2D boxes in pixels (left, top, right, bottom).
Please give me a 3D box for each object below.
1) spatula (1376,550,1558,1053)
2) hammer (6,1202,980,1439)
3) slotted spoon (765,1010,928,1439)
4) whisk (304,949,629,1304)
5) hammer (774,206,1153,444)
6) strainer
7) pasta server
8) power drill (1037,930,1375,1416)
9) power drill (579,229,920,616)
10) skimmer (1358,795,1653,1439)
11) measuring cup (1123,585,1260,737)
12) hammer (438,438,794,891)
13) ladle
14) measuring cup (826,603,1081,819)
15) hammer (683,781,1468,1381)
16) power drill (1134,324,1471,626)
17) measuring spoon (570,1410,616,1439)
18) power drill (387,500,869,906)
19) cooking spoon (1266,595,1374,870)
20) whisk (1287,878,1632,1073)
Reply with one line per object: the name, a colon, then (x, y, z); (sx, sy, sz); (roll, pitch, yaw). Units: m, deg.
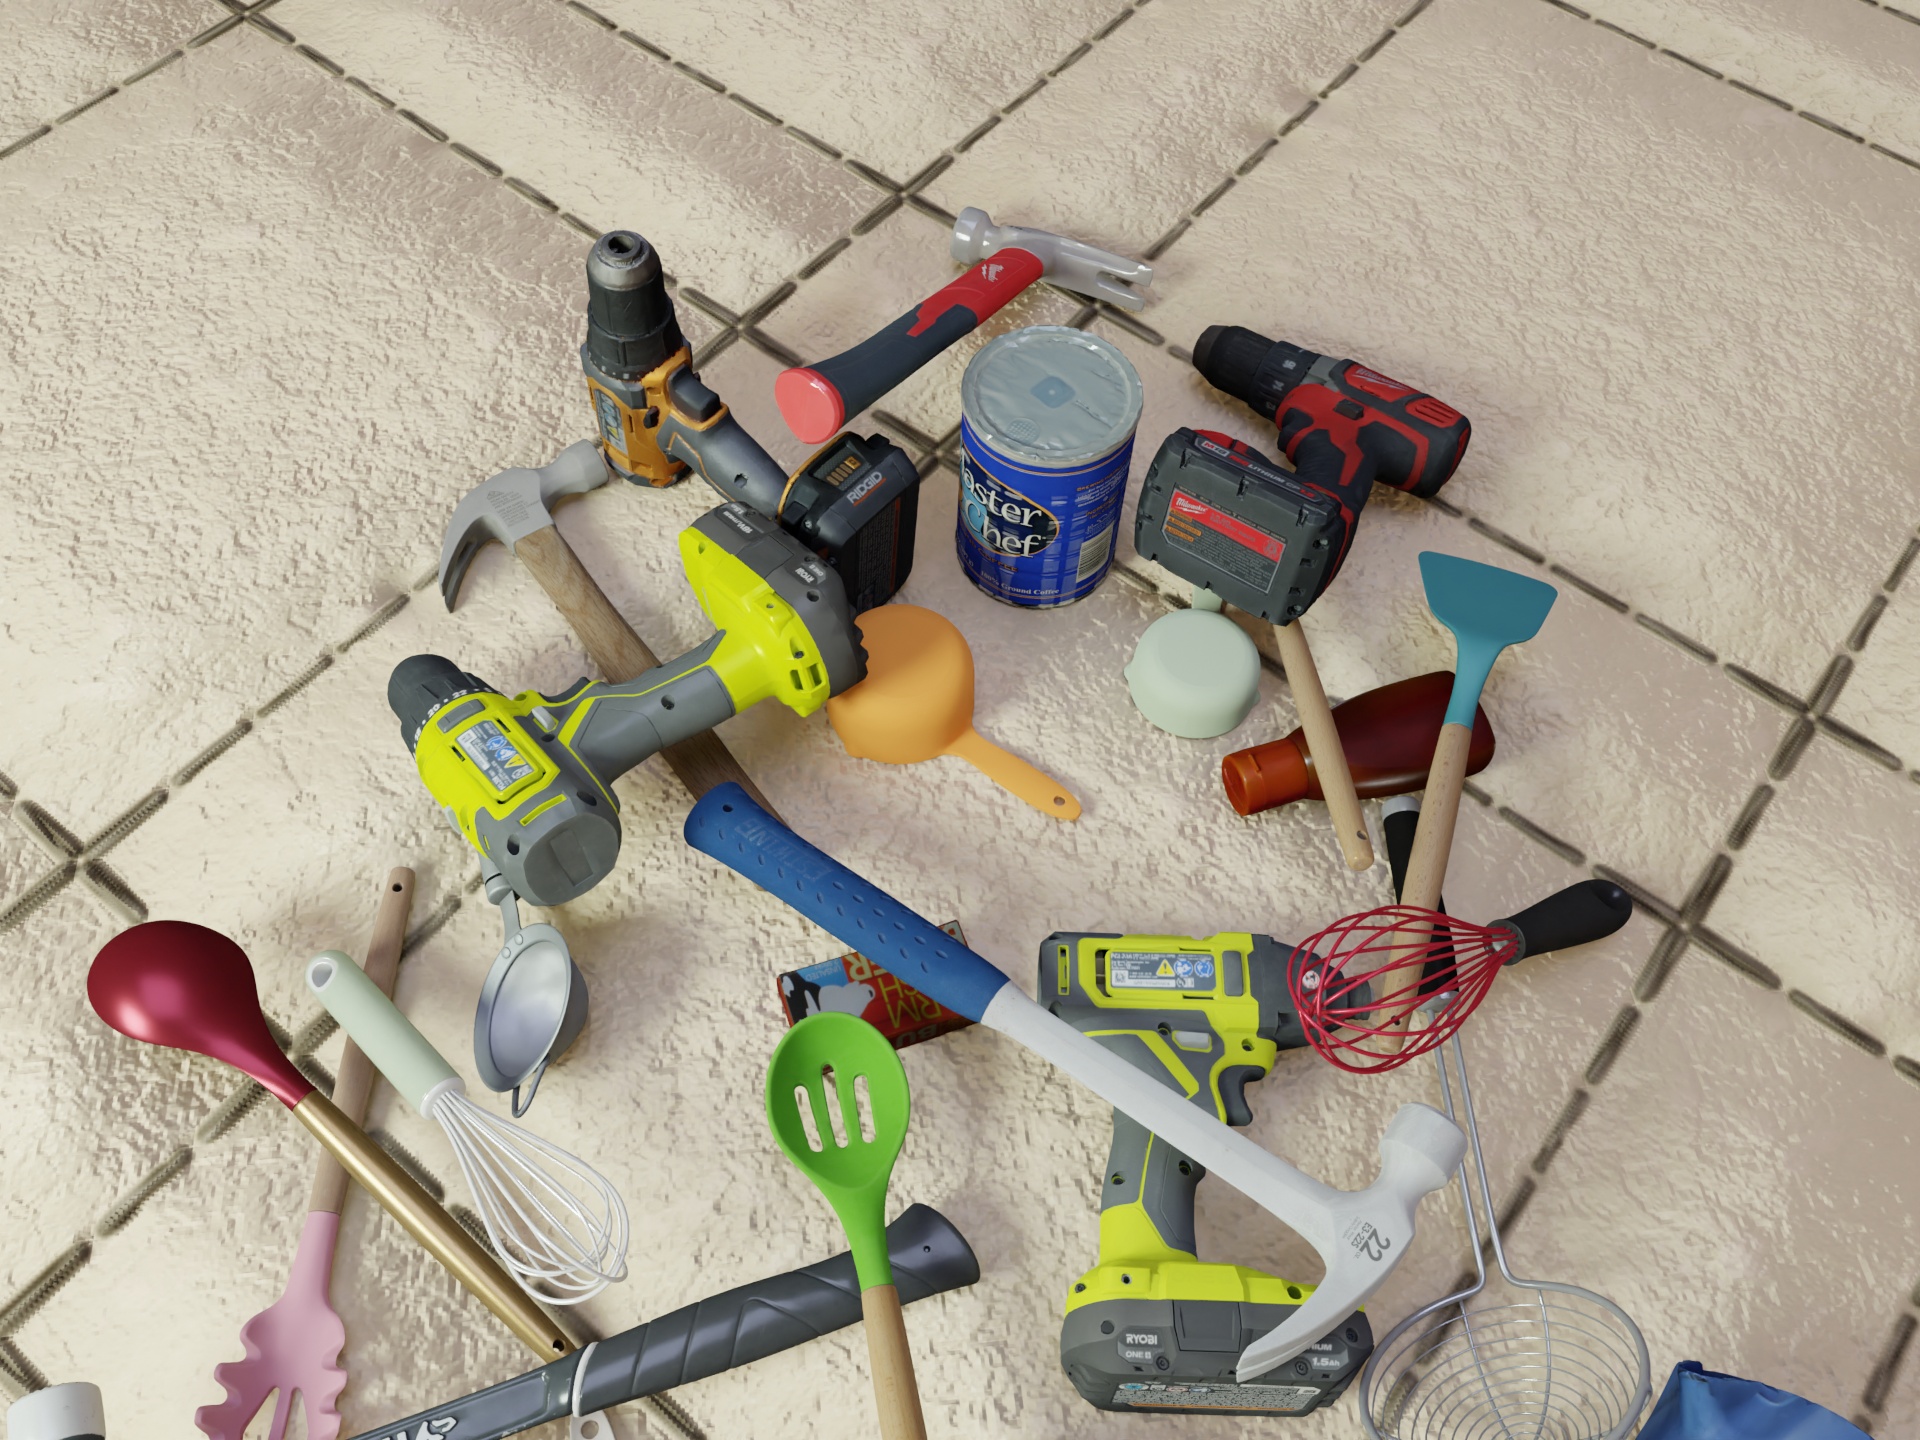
spatula: (0.263, 0.033, 0.860); (0.082, 0.044, 0.318); (17, 65, 9)
hammer: (-0.182, 0.299, 0.693); (0.409, 0.036, 0.149); (-14, 59, -20)
slotted spoon: (-0.034, 0.277, 0.700); (0.070, 0.031, 0.314); (-5, 55, -15)
whisk: (-0.239, 0.183, 0.750); (0.246, 0.059, 0.058); (35, 84, 29)
hammer: (0.004, -0.239, 0.965); (0.143, 0.038, 0.386); (21, 33, 11)
strainer: (-0.239, 0.096, 0.846); (0.087, 0.050, 0.259); (-42, 52, 24)
pasta server: (-0.304, 0.211, 0.774); (0.060, 0.040, 0.316); (8, 57, -11)
power drill: (0.124, 0.209, 0.769); (0.171, 0.080, 0.223); (2, 55, 0)
power drill: (-0.132, -0.170, 0.931); (0.226, 0.185, 0.084); (37, 64, 16)
skimmer: (0.238, 0.184, 0.777); (0.127, 0.090, 0.364); (-18, 53, 23)
measuring cup: (0.149, -0.069, 0.959); (0.083, 0.038, 0.168); (12, 60, 6)
hammer: (-0.195, -0.030, 0.929); (0.130, 0.031, 0.332); (-31, 65, -19)
ladle: (-0.294, 0.200, 0.755); (0.315, 0.031, 0.069); (40, 47, 9)
measuring cup: (-0.001, -0.003, 0.905); (0.174, 0.052, 0.095); (33, 63, 19)
hammer: (0.022, 0.143, 0.756); (0.406, 0.035, 0.144); (29, 60, 25)
power drill: (0.192, -0.168, 0.979); (0.188, 0.080, 0.227); (31, 45, 19)
measuring spoon: (-0.151, 0.361, 0.703); (0.034, 0.018, 0.124); (-19, 54, -11)
power drill: (-0.184, -0.022, 0.853); (0.228, 0.080, 0.191); (-34, 48, -20)
cooking spoon: (0.193, -0.040, 0.916); (0.068, 0.017, 0.319); (10, 44, -15)
whisk: (0.256, 0.112, 0.779); (0.295, 0.073, 0.073); (-7, 53, -42)
